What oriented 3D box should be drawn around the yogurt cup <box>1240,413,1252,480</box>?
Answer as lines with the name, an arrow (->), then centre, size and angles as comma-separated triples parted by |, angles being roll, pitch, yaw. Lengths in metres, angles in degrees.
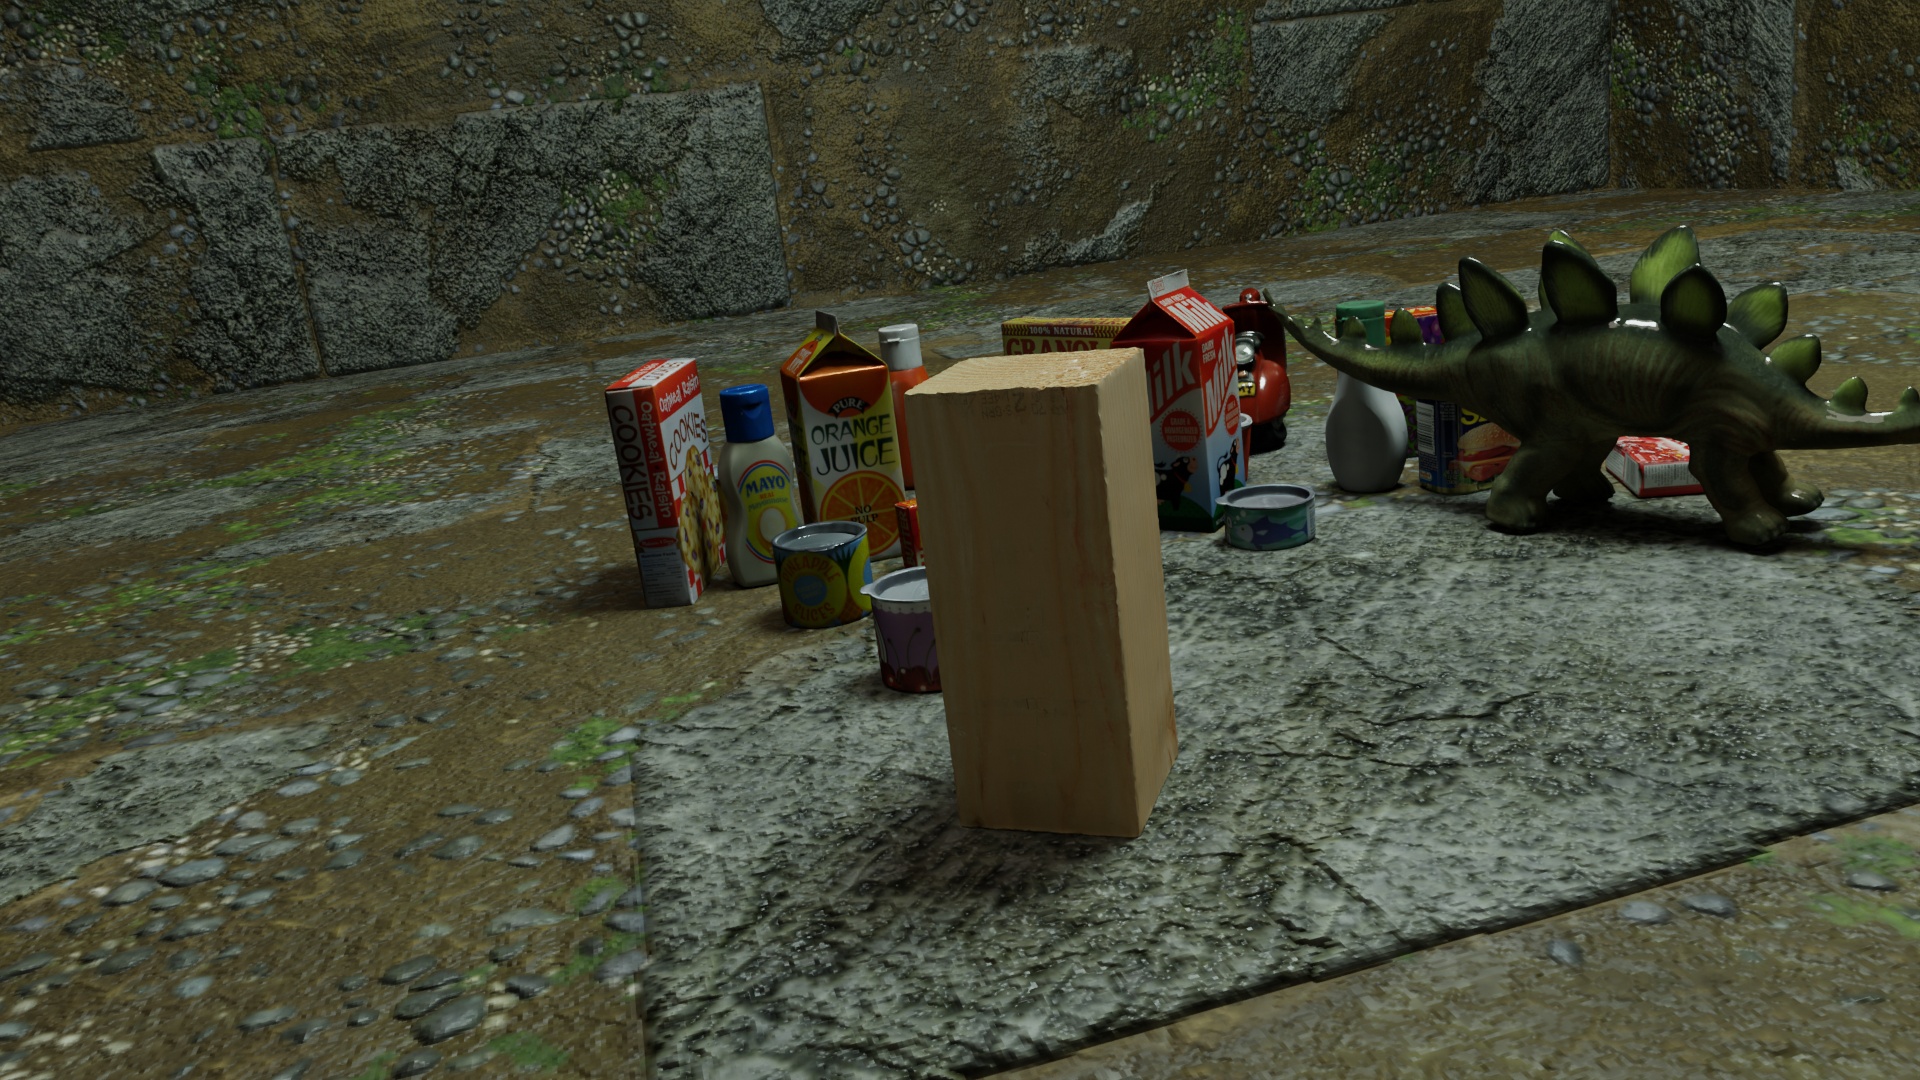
yogurt cup -> 0.214, -0.076, 1.176 | 0.072, 0.053, 0.072 | -6, 16, 2

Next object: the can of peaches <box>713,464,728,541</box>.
can of peaches -> -0.186, -0.034, 1.197 | 0.071, 0.058, 0.071 | -7, 16, 2

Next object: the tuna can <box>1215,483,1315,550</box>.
tuna can -> 0.222, -0.017, 1.011 | 0.071, 0.032, 0.071 | -6, 16, 2

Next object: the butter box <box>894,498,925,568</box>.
butter box -> 0.004, -0.013, 1.053 | 0.104, 0.053, 0.024 | -14, 17, -24

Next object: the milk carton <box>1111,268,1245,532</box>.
milk carton -> 0.167, -0.108, 1.061 | 0.073, 0.190, 0.072 | 3, 19, 32

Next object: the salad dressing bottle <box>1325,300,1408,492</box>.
salad dressing bottle -> 0.318, -0.114, 1.095 | 0.064, 0.147, 0.044 | 9, 22, 45

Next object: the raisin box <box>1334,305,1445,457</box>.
raisin box -> 0.367, -0.132, 1.182 | 0.086, 0.123, 0.040 | -6, 16, 3

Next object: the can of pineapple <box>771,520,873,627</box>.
can of pineapple -> -0.094, 0.023, 0.960 | 0.071, 0.057, 0.071 | -7, 16, 2

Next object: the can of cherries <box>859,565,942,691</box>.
can of cherries -> -0.021, 0.052, 0.830 | 0.071, 0.058, 0.072 | -7, 16, 2

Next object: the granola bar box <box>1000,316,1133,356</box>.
granola bar box -> 0.116, -0.156, 1.367 | 0.039, 0.123, 0.165 | -21, 21, -40

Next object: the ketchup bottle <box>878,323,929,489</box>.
ketchup bottle -> -0.048, -0.123, 1.280 | 0.065, 0.148, 0.044 | -3, 16, 14

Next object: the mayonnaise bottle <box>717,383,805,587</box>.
mayonnaise bottle -> -0.153, -0.042, 1.048 | 0.065, 0.147, 0.041 | -14, 17, -23

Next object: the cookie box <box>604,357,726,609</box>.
cookie box -> -0.222, -0.048, 1.061 | 0.040, 0.167, 0.123 | -6, 16, 5

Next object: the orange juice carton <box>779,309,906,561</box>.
orange juice carton -> -0.091, -0.082, 1.079 | 0.073, 0.192, 0.072 | -11, 16, -15
